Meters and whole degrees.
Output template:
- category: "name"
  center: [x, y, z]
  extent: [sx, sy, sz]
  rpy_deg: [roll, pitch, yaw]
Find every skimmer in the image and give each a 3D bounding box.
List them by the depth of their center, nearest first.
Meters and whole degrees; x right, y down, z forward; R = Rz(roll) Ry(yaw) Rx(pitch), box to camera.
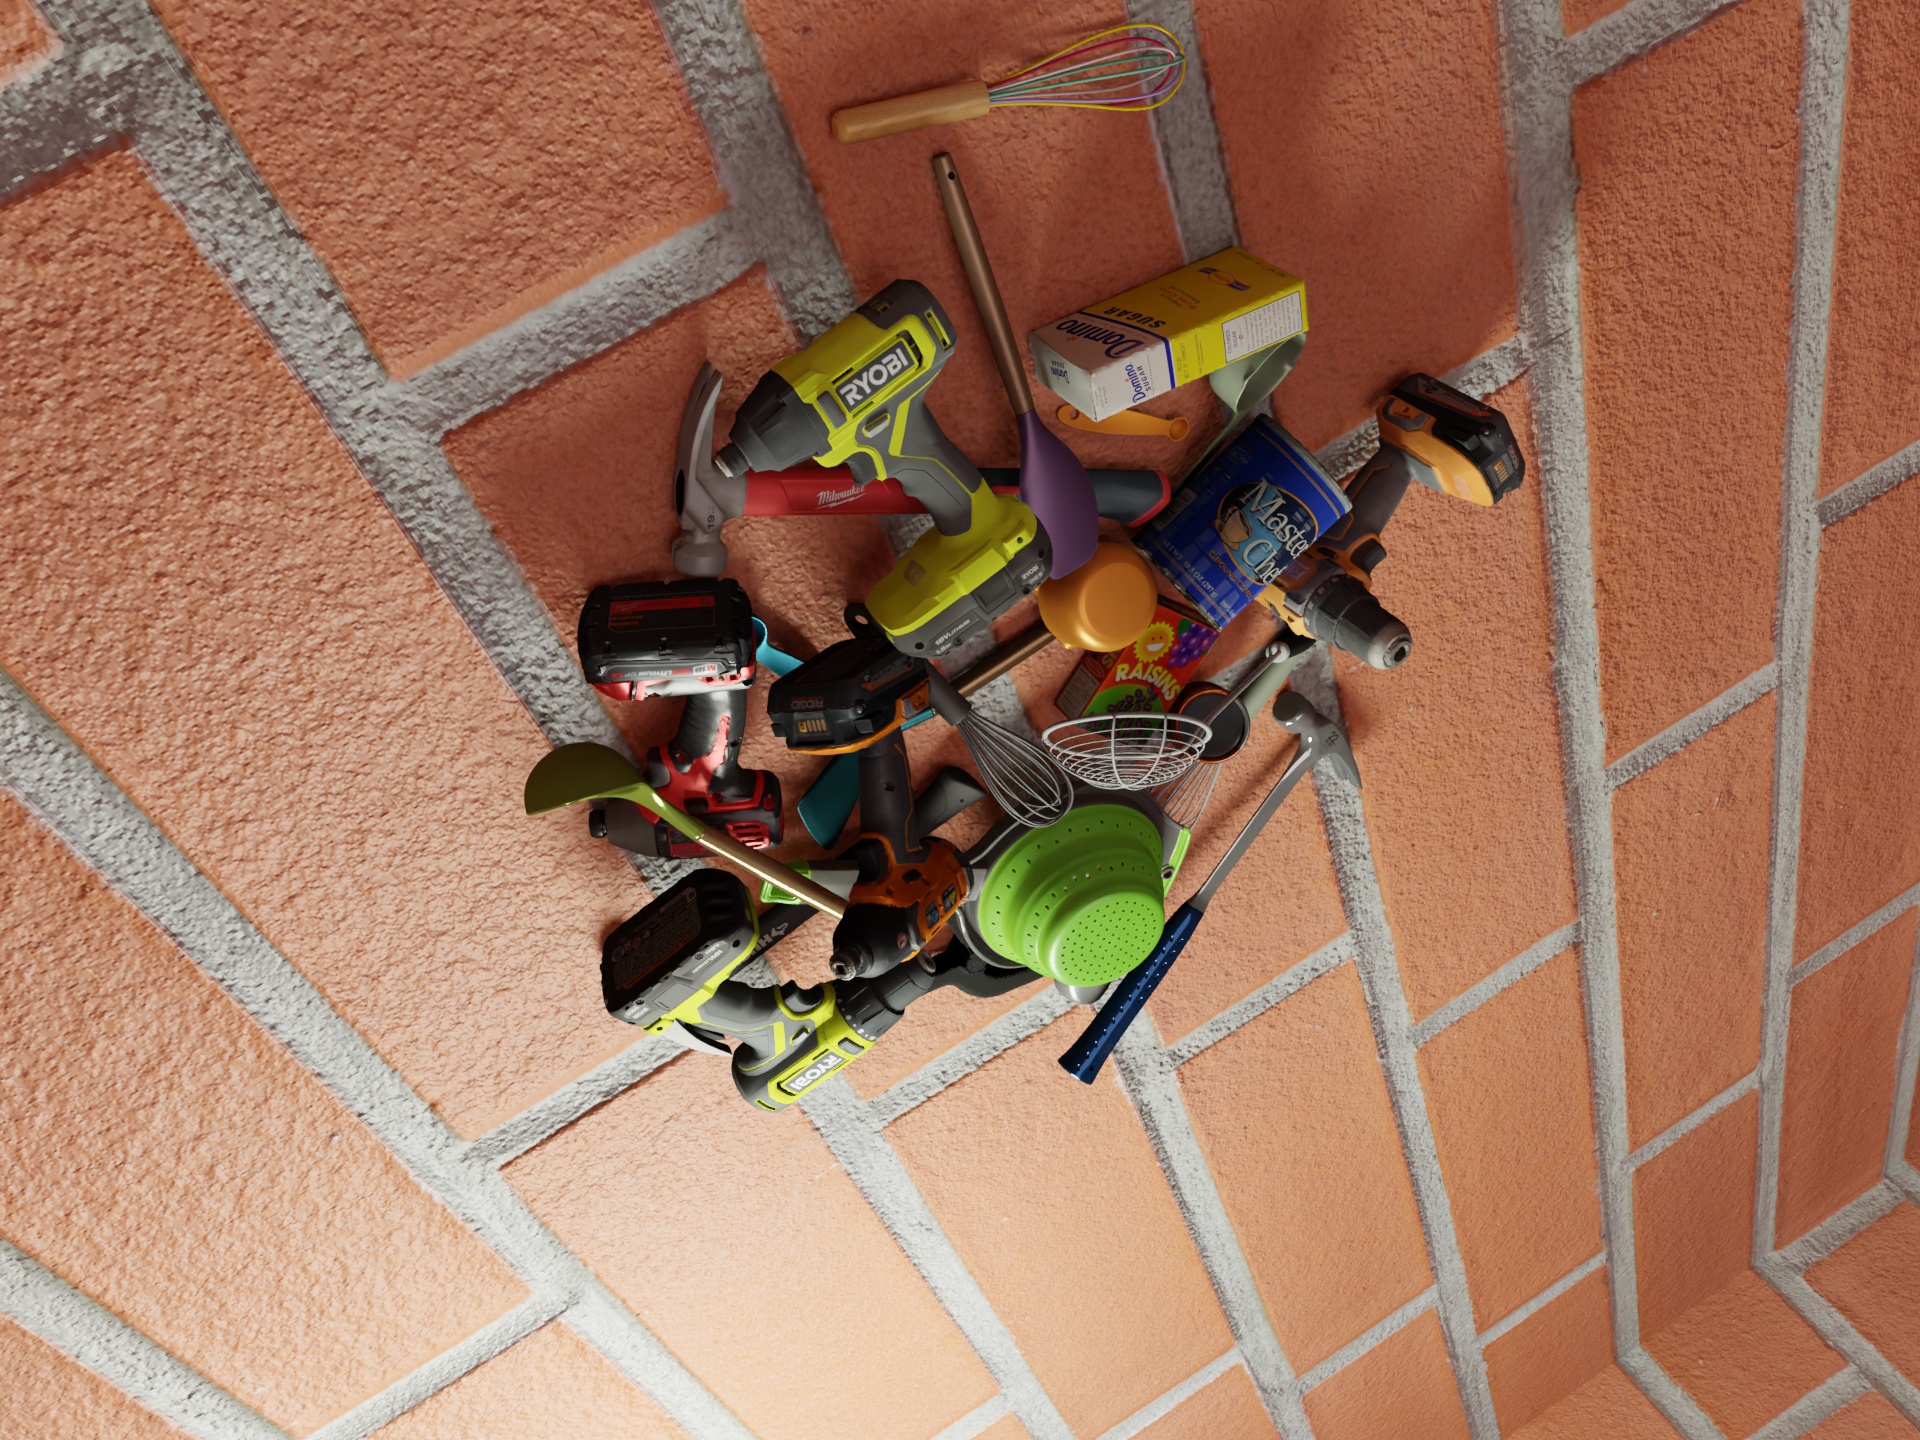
- category: "skimmer"
  center: [0.211, -0.051, 1.286]
  extent: [0.363, 0.127, 0.090]
  rpy_deg: [-38, 99, -36]

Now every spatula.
- category: "spatula"
  center: [0.039, -0.241, 1.109]
  extent: [0.060, 0.018, 0.315]
  rpy_deg: [-33, 123, -18]
- category: "spatula"
  center: [0.003, -0.016, 1.258]
  extent: [0.317, 0.044, 0.082]
  rpy_deg: [-34, 146, -7]

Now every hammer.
- category: "hammer"
  center: [-0.013, -0.179, 1.140]
  extent: [0.386, 0.038, 0.143]
  rpy_deg: [-5, 122, -27]
- category: "hammer"
  center: [-0.120, 0.149, 1.308]
  extent: [0.335, 0.035, 0.146]
  rpy_deg: [-36, 131, -3]
- category: "hammer"
  center: [0.229, 0.168, 1.483]
  extent: [0.143, 0.035, 0.405]
  rpy_deg: [34, 92, -41]

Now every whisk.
- category: "whisk"
  center: [0.036, -0.399, 1.014]
  extent: [0.245, 0.051, 0.047]
  rpy_deg: [-18, 134, -14]
- category: "whisk"
  center: [-0.003, -0.004, 1.213]
  extent: [0.055, 0.055, 0.238]
  rpy_deg: [-45, 104, 5]
- category: "whisk"
  center: [0.238, 0.008, 1.412]
  extent: [0.246, 0.058, 0.059]
  rpy_deg: [-53, 165, 8]

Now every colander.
- category: "colander"
  center: [0.033, 0.154, 1.304]
  extent: [0.397, 0.095, 0.204]
  rpy_deg: [2, 123, -28]

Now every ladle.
- category: "ladle"
  center: [-0.171, 0.101, 1.134]
  extent: [0.078, 0.062, 0.319]
  rpy_deg: [-14, 143, 41]

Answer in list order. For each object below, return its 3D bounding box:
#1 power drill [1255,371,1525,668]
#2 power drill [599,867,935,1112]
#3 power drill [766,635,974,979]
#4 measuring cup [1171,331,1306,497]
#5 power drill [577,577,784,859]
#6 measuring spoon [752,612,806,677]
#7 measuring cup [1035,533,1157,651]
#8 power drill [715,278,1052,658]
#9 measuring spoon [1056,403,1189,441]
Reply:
- category: "power drill"
  center: [0.344, -0.153, 1.266]
  extent: [0.226, 0.186, 0.084]
  rpy_deg: [-44, 134, 1]
- category: "power drill"
  center: [-0.147, 0.207, 1.242]
  extent: [0.190, 0.080, 0.228]
  rpy_deg: [-37, 133, 15]
- category: "power drill"
  center: [-0.065, 0.068, 1.141]
  extent: [0.164, 0.084, 0.226]
  rpy_deg: [-40, 122, -57]
- category: "measuring cup"
  center: [0.199, -0.242, 1.219]
  extent: [0.083, 0.038, 0.167]
  rpy_deg: [-26, 158, -50]
- category: "power drill"
  center: [-0.204, 0.011, 1.130]
  extent: [0.143, 0.079, 0.219]
  rpy_deg: [-4, 131, -4]
- category: "measuring spoon"
  center: [-0.138, -0.050, 1.176]
  extent: [0.042, 0.021, 0.128]
  rpy_deg: [-40, 142, 14]
- category: "measuring cup"
  center: [0.075, -0.107, 1.219]
  extent: [0.173, 0.052, 0.095]
  rpy_deg: [17, 94, -30]
- category: "power drill"
  center: [-0.047, -0.156, 1.065]
  extent: [0.171, 0.080, 0.223]
  rpy_deg: [-38, 126, -5]
- category: "measuring spoon"
  center: [0.123, -0.227, 1.204]
  extent: [0.116, 0.011, 0.021]
  rpy_deg: [2, 118, -26]
